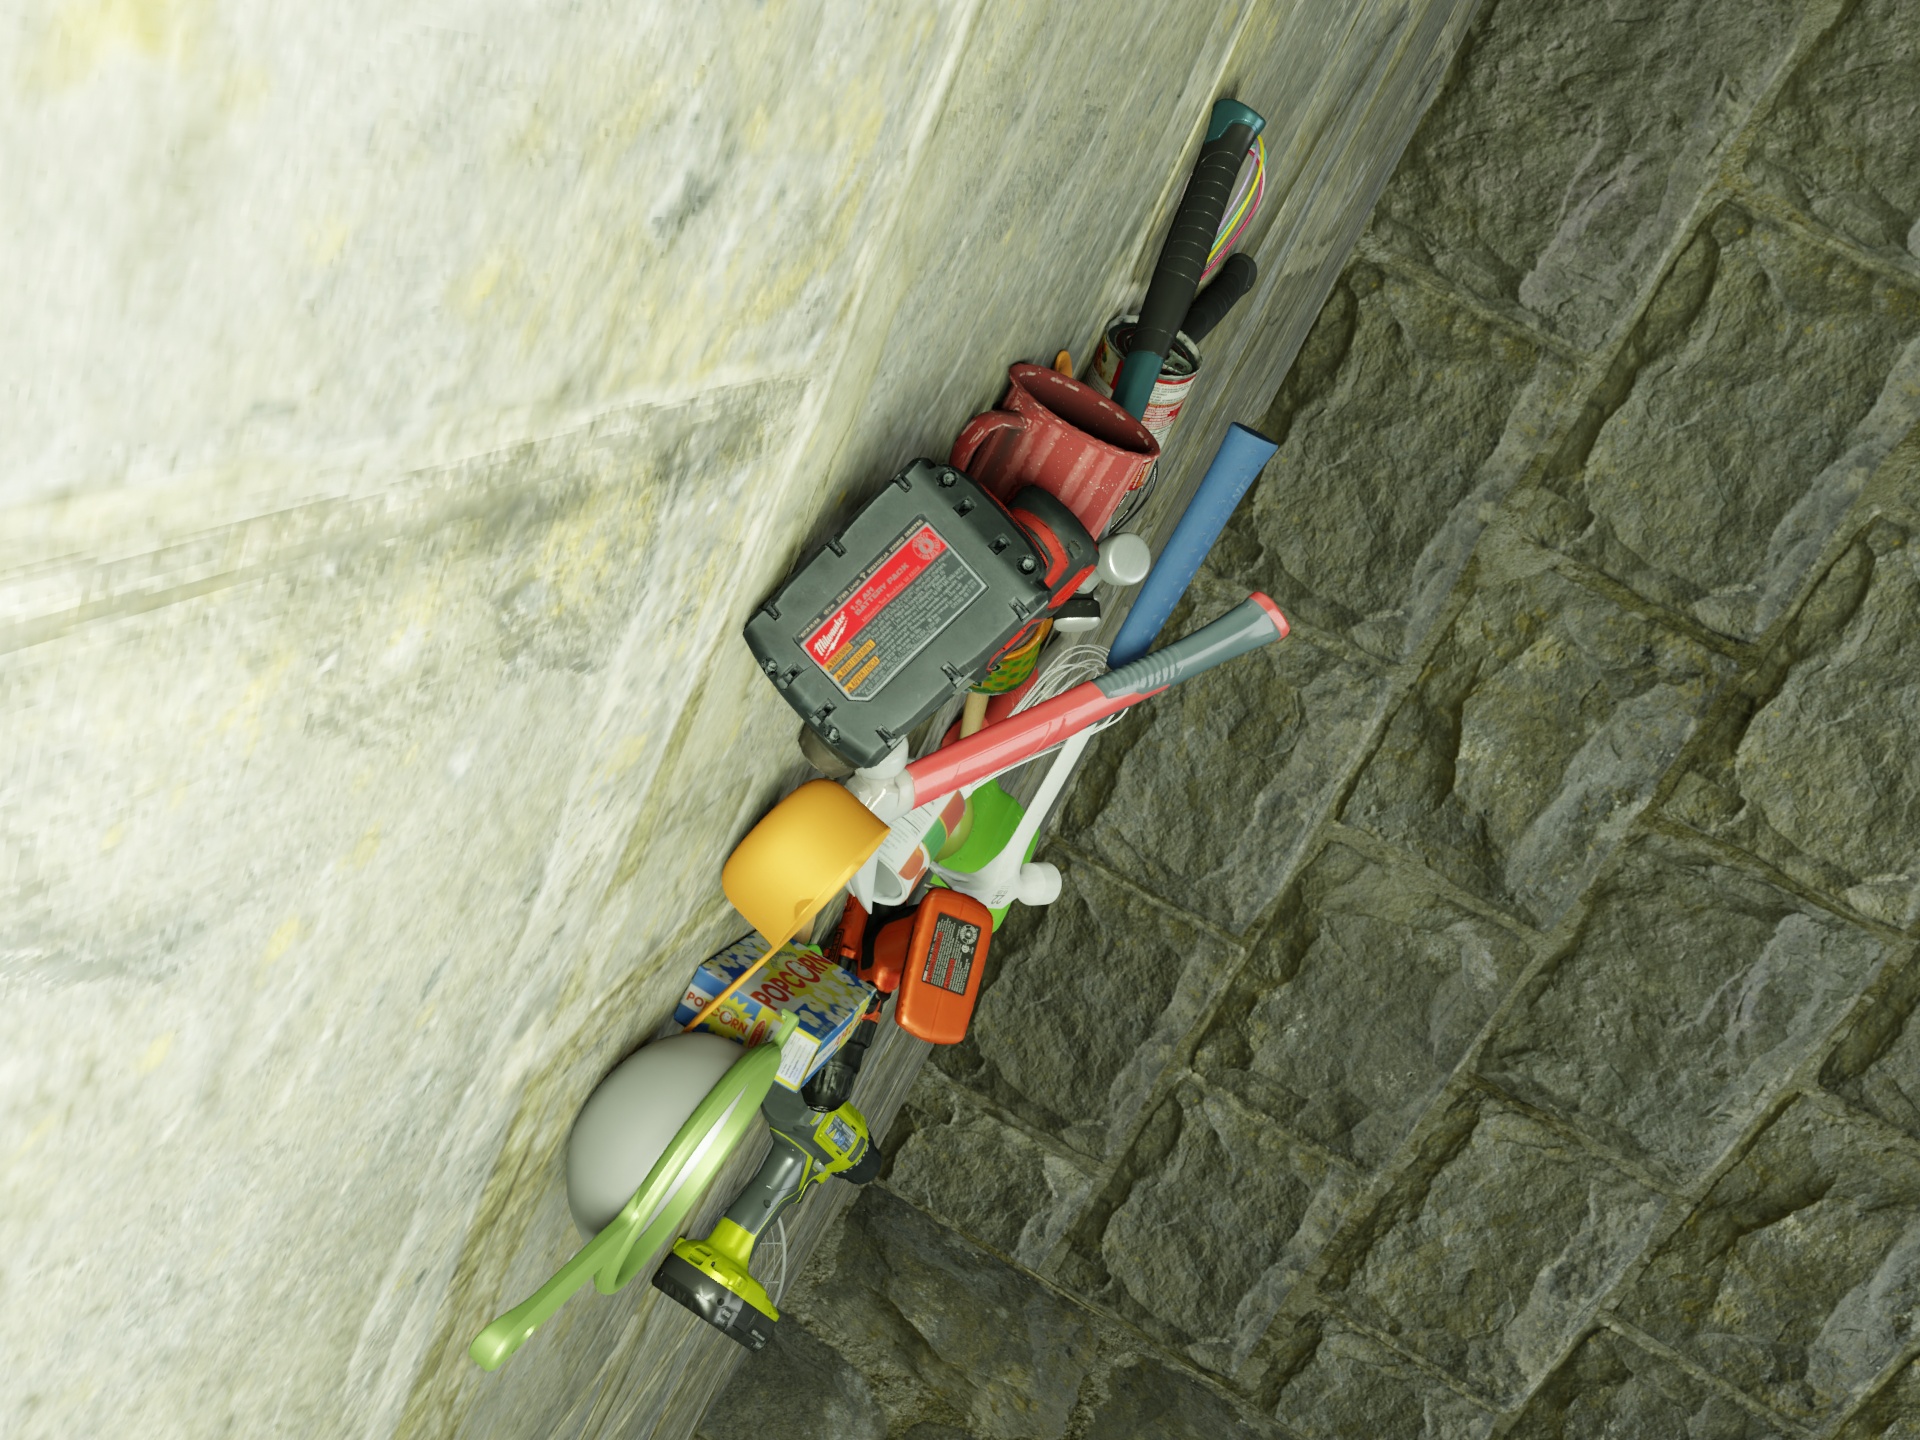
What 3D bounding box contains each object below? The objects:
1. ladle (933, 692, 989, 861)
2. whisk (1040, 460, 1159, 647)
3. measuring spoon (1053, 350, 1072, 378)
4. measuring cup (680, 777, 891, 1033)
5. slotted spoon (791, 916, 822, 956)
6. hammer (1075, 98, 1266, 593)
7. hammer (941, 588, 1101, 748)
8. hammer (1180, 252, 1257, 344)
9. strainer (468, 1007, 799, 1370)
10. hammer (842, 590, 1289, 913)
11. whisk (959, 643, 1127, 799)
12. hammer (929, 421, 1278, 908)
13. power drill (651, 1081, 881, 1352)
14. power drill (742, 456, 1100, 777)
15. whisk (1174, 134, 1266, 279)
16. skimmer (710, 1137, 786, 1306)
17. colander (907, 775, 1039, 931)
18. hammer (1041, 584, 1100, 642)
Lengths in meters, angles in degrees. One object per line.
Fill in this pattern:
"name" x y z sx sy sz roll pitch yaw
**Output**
"ladle" -0.002 -0.004 1.237 0.078 0.062 0.320 -57 165 -45
"whisk" 0.098 -0.136 1.347 0.239 0.055 0.055 -60 173 27
"measuring spoon" 0.062 -0.204 1.007 0.021 0.011 0.116 -61 169 -11
"measuring cup" -0.112 0.101 0.853 0.173 0.052 0.095 -46 176 17
"slotted spoon" -0.105 0.130 1.064 0.070 0.031 0.313 -56 169 -34
"hammer" 0.118 -0.231 0.965 0.128 0.033 0.331 4 -110 61
"hammer" 0.051 -0.022 1.486 0.149 0.037 0.359 -65 172 25
"hammer" 0.183 -0.311 1.304 0.335 0.035 0.146 -52 168 -50
"strainer" -0.180 0.228 0.787 0.151 0.069 0.256 -59 170 19
"hammer" 0.079 0.003 1.084 0.386 0.038 0.143 -24 141 -32
"whisk" 0.021 0.032 1.200 0.284 0.070 0.070 -37 164 -19
"hammer" 0.106 -0.029 1.149 0.144 0.035 0.405 4 120 -50
"power drill" -0.162 0.447 1.452 0.228 0.080 0.190 -56 145 -22
"power drill" -0.024 -0.036 0.745 0.188 0.080 0.226 -43 176 10
"whisk" 0.141 -0.292 1.096 0.051 0.047 0.245 -27 152 -55
"skimmer" -0.156 0.424 1.547 0.363 0.090 0.127 -64 165 18
"colander" -0.008 0.166 1.414 0.397 0.094 0.204 -59 172 -61
"hammer" 0.059 -0.095 1.176 0.337 0.034 0.127 113 -26 -79
